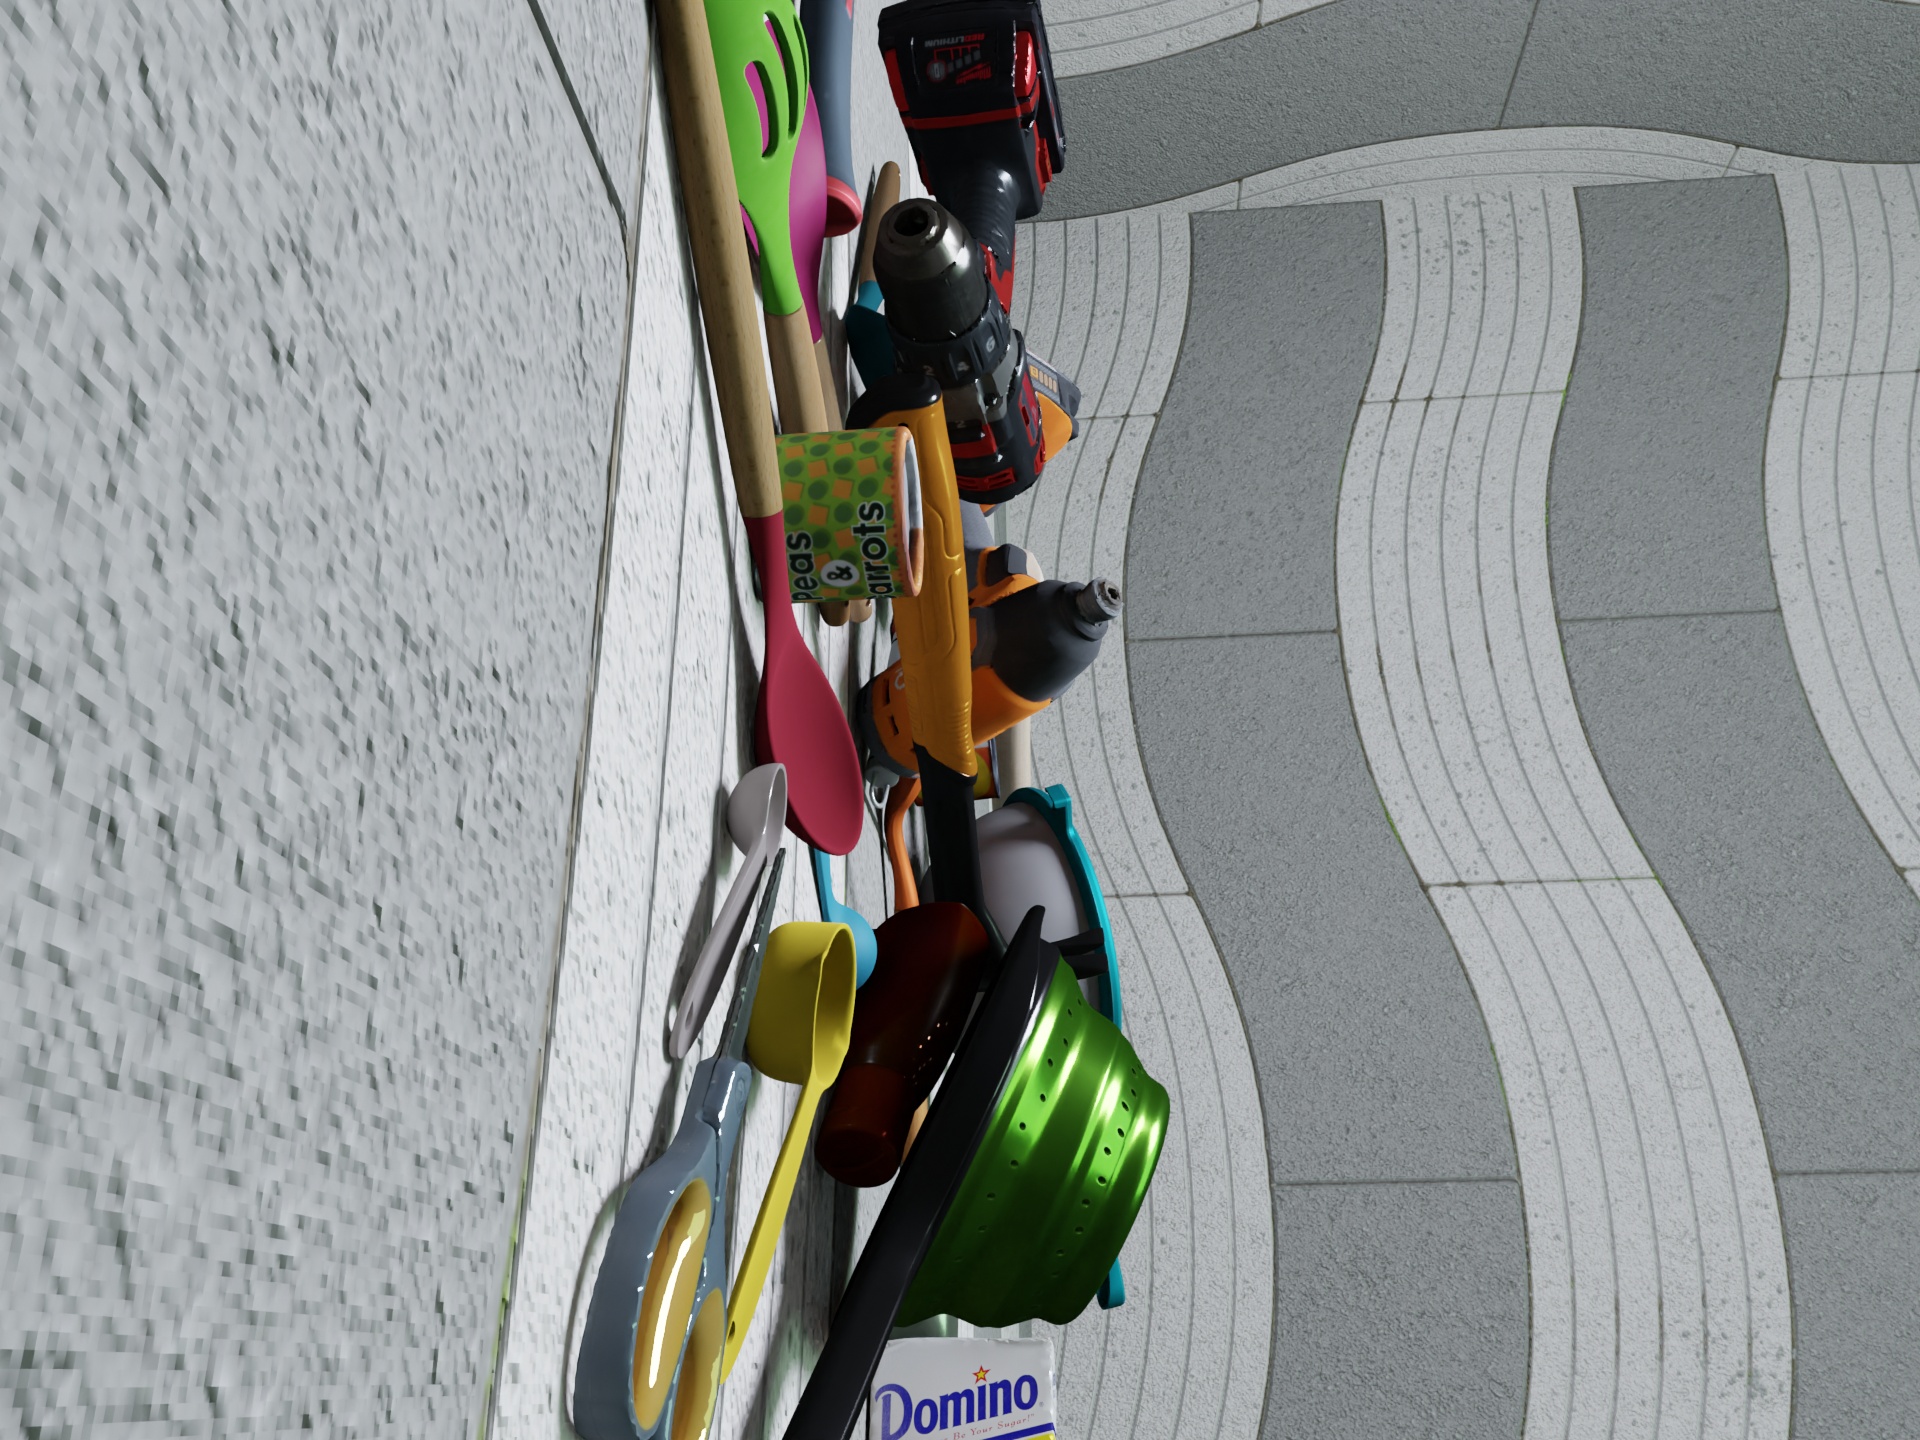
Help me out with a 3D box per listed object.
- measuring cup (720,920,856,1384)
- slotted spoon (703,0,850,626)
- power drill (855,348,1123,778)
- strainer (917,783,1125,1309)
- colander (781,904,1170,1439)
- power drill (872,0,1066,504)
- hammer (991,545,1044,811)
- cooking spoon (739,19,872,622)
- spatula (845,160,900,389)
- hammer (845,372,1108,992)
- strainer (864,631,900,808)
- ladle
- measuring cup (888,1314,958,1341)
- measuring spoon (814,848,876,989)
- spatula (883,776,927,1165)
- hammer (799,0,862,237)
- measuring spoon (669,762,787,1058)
[{"bbox_3d":[-0.066,0.136,0.522,0.062,0.029,0.157,82,19,-51],"label":"measuring cup"},{"bbox_3d":[-0.064,-0.142,0.616,0.313,0.031,0.070,86,25,-53],"label":"slotted spoon"},{"bbox_3d":[0.017,-0.097,0.853,0.084,0.164,0.227,25,50,-36],"label":"power drill"},{"bbox_3d":[0.034,0.217,1.039,0.211,0.095,0.340,143,-62,-71],"label":"strainer"},{"bbox_3d":[0.011,0.215,0.614,0.204,0.094,0.397,-66,176,21],"label":"colander"},{"bbox_3d":[0.001,-0.238,0.751,0.187,0.080,0.227,62,27,-65],"label":"power drill"},{"bbox_3d":[0.033,0.066,1.170,0.146,0.038,0.410,35,-45,51],"label":"hammer"},{"bbox_3d":[-0.064,-0.147,0.687,0.318,0.017,0.069,82,26,-54],"label":"cooking spoon"},{"bbox_3d":[-0.039,-0.259,0.921,0.318,0.044,0.082,-88,169,-49],"label":"spatula"},{"bbox_3d":[-0.001,-0.002,0.754,0.034,0.127,0.336,-89,174,-56],"label":"hammer"},{"bbox_3d":[-0.032,-0.052,0.935,0.259,0.050,0.086,-81,149,-41],"label":"strainer"},{"bbox_3d":[-0.070,-0.094,0.533,0.069,0.031,0.315,-66,153,-61],"label":"ladle"},{"bbox_3d":[-0.018,0.365,0.858,0.083,0.038,0.168,69,16,-76],"label":"measuring cup"},{"bbox_3d":[-0.051,0.069,0.704,0.042,0.021,0.128,-86,174,-56],"label":"measuring spoon"},{"bbox_3d":[-0.022,0.134,0.940,0.081,0.041,0.322,-154,-119,-76],"label":"spatula"},{"bbox_3d":[-0.062,-0.384,0.736,0.143,0.038,0.387,78,11,-60],"label":"hammer"},{"bbox_3d":[-0.075,0.056,0.490,0.124,0.018,0.034,-75,170,-54],"label":"measuring spoon"}]
